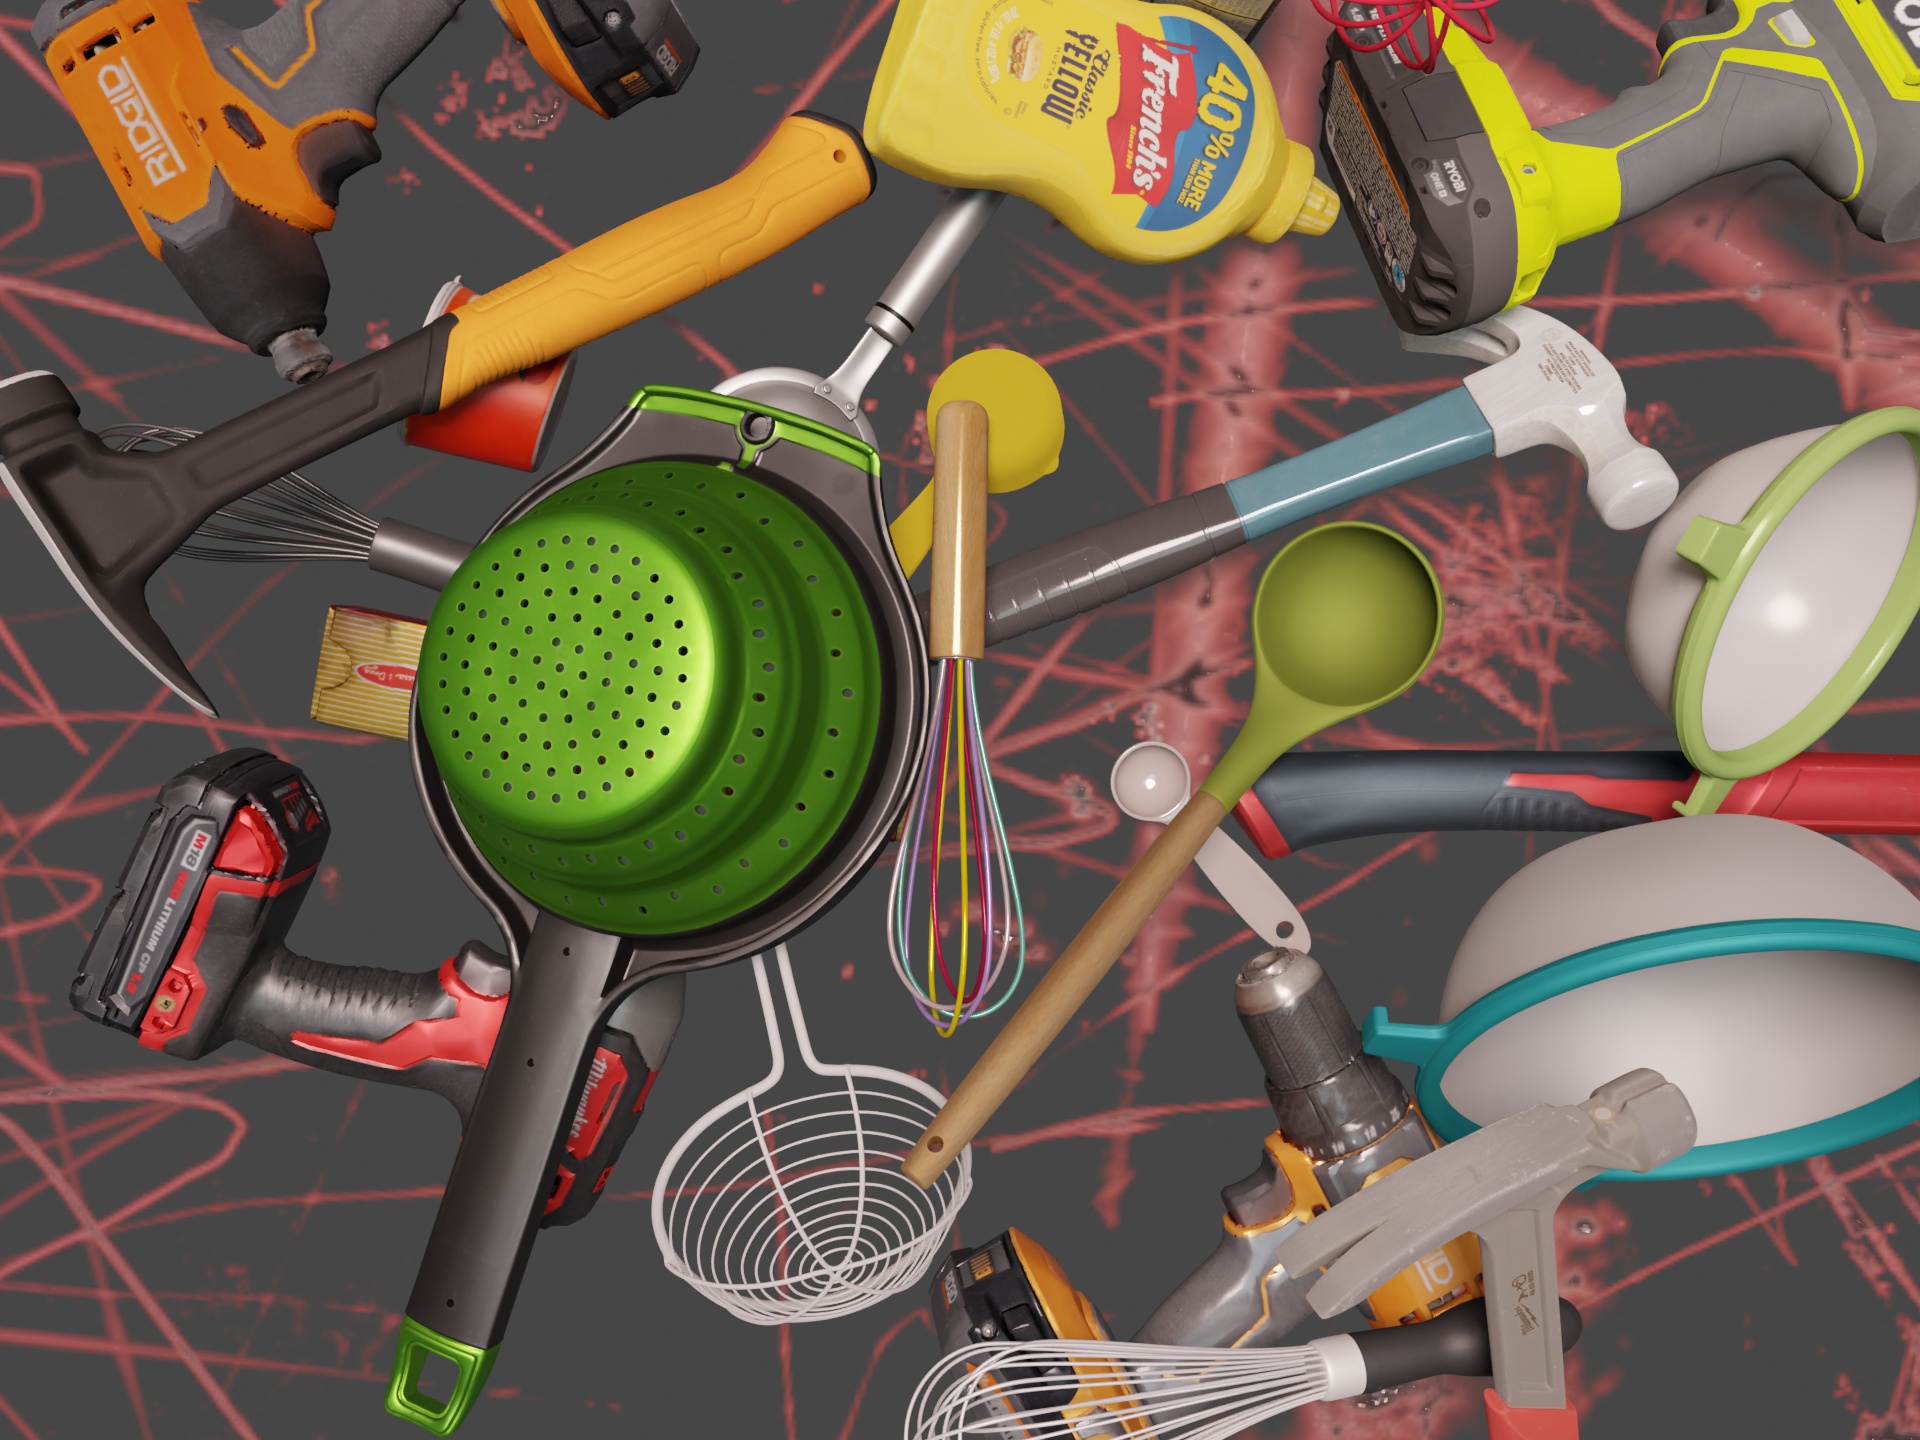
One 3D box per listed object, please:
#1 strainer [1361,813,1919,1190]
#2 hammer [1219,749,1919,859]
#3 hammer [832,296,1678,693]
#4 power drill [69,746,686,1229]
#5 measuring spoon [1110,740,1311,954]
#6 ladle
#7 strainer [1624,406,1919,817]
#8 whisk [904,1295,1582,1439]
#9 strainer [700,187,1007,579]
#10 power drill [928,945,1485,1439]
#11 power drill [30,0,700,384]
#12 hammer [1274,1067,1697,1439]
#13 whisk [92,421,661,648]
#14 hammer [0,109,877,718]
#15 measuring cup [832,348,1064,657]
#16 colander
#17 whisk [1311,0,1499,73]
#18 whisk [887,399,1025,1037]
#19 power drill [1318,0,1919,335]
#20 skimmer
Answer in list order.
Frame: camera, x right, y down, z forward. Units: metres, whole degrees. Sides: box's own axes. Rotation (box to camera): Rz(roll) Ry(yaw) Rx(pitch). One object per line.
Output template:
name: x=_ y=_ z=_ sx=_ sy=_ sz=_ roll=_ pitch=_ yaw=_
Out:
strainer: x=0.330 y=0.074 z=0.594 sx=0.340 sy=0.095 sz=0.210 roll=-27 pitch=134 yaw=30
hammer: x=0.304 y=0.015 z=0.677 sx=0.386 sy=0.038 sz=0.143 roll=1 pitch=94 yaw=-2
hammer: x=0.098 y=-0.078 z=0.641 sx=0.331 sy=0.033 sz=0.128 roll=-21 pitch=57 yaw=7
power drill: x=-0.223 y=0.102 z=0.651 sx=0.219 sy=0.078 sz=0.143 roll=26 pitch=94 yaw=-7
measuring spoon: x=0.109 y=0.057 z=0.689 sx=0.034 sy=0.018 sz=0.124 roll=-42 pitch=102 yaw=2
ladle: x=0.082 y=0.045 z=0.612 sx=0.078 sy=0.062 sz=0.320 roll=33 pitch=68 yaw=23
strainer: x=0.348 y=-0.087 z=0.628 sx=0.256 sy=0.069 sz=0.151 roll=-36 pitch=133 yaw=-15
whisk: x=0.114 y=0.254 z=0.610 sx=0.284 sy=0.070 sz=0.070 roll=-4 pitch=96 yaw=-16
strainer: x=-0.035 y=-0.156 z=0.651 sx=0.086 sy=0.050 sz=0.258 roll=35 pitch=90 yaw=-20
power drill: x=0.100 y=0.218 z=0.669 sx=0.226 sy=0.084 sz=0.185 roll=-28 pitch=96 yaw=-4
power drill: x=-0.220 y=-0.244 z=0.614 sx=0.226 sy=0.084 sz=0.164 roll=-27 pitch=92 yaw=5
hammer: x=0.217 y=0.293 z=0.620 sx=0.149 sy=0.037 sz=0.358 roll=-23 pitch=122 yaw=-11
whisk: x=-0.237 y=-0.069 z=0.649 sx=0.239 sy=0.055 sz=0.055 roll=18 pitch=94 yaw=-8
hammer: x=-0.168 y=-0.136 z=0.590 sx=0.337 sy=0.034 sz=0.127 roll=-34 pitch=98 yaw=-21
measuring cup: x=-0.016 y=-0.086 z=0.642 sx=0.062 sy=0.029 sz=0.156 roll=36 pitch=80 yaw=11
colander: x=-0.144 y=0.065 z=0.555 sx=0.204 sy=0.094 sz=0.397 roll=17 pitch=88 yaw=14
whisk: x=0.132 y=-0.308 z=0.546 sx=0.073 sy=0.296 sz=0.073 roll=-2 pitch=137 yaw=-1
whisk: x=0.000 y=-0.002 z=0.610 sx=0.051 sy=0.047 sz=0.245 roll=0 pitch=85 yaw=14
power drill: x=0.263 y=-0.255 z=0.617 sx=0.228 sy=0.080 sz=0.191 roll=-16 pitch=69 yaw=1
skimmer: x=-0.087 y=0.060 z=0.639 sx=0.127 sy=0.090 sz=0.363 roll=-12 pitch=82 yaw=-10
